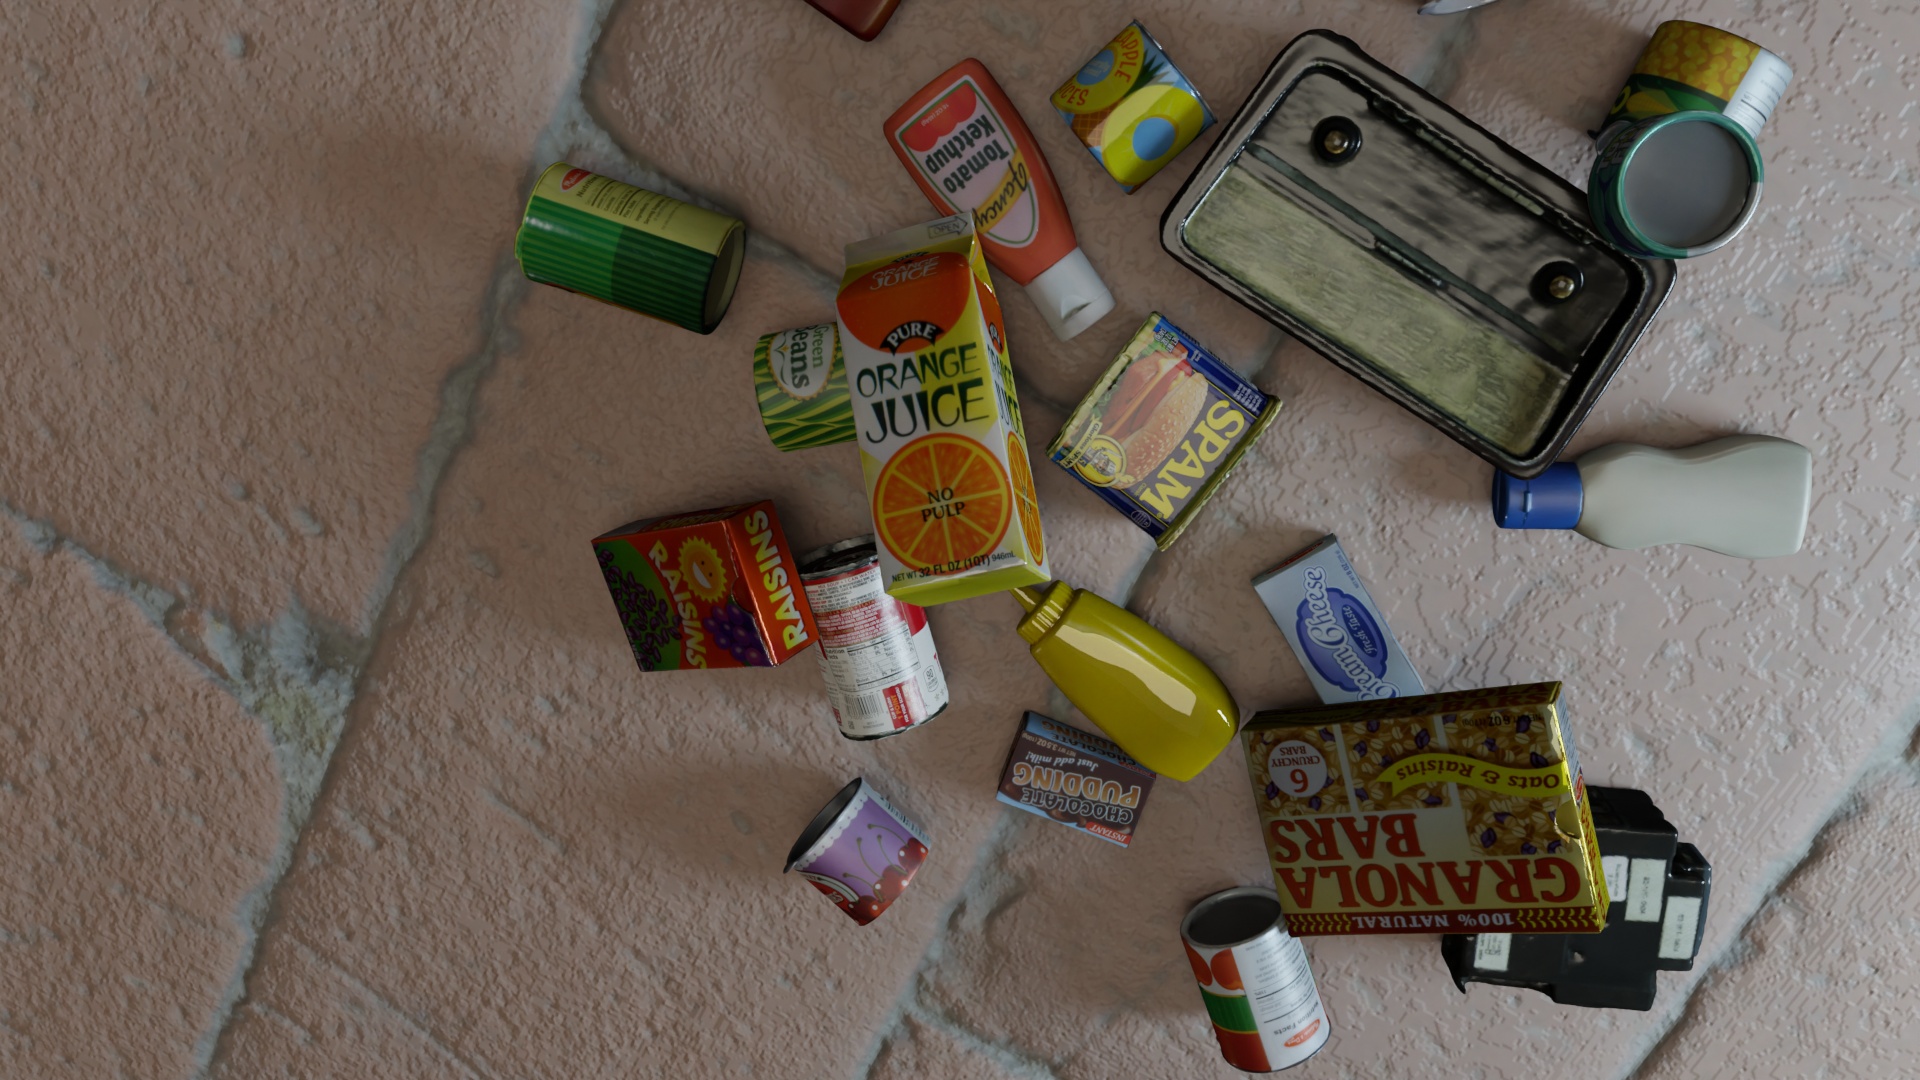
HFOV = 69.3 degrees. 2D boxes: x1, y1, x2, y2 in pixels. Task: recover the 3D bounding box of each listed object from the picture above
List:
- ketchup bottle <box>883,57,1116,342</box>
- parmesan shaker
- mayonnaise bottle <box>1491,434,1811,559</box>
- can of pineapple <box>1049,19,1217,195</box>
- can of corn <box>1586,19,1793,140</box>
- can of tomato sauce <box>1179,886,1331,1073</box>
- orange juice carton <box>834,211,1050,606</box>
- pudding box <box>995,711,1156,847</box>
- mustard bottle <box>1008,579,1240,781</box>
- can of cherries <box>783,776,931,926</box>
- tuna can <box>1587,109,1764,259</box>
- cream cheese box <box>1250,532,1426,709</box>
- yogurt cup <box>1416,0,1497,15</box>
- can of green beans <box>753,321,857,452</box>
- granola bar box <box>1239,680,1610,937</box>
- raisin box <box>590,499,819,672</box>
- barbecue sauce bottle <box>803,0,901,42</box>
[{"bbox_3d":[0.026,-0.175,0.732,0.064,0.044,0.148,-34,98,17],"label":"ketchup bottle"},{"bbox_3d":[-0.176,-0.155,0.748,0.103,0.071,0.071,19,106,2],"label":"parmesan shaker"},{"bbox_3d":[0.360,-0.024,0.730,0.148,0.041,0.064,1,103,8],"label":"mayonnaise bottle"},{"bbox_3d":[0.086,-0.218,0.700,0.057,0.071,0.071,-39,97,15],"label":"can of pineapple"},{"bbox_3d":[0.351,-0.211,0.671,0.071,0.071,0.058,26,106,0],"label":"can of corn"},{"bbox_3d":[0.170,0.255,0.812,0.071,0.071,0.083,-18,101,11],"label":"can of tomato sauce"},{"bbox_3d":[-0.011,-0.069,0.701,0.072,0.073,0.193,-12,80,11],"label":"orange juice carton"},{"bbox_3d":[0.067,0.140,0.813,0.084,0.030,0.049,21,107,2],"label":"pudding box"},{"bbox_3d":[0.082,0.066,0.783,0.160,0.049,0.065,40,111,-3],"label":"mustard bottle"},{"bbox_3d":[-0.061,0.186,0.821,0.058,0.072,0.071,42,106,-6],"label":"can of cherries"},{"bbox_3d":[0.322,-0.163,0.630,0.071,0.033,0.071,1,101,4],"label":"tuna can"},{"bbox_3d":[0.211,0.053,0.776,0.053,0.024,0.103,-31,98,15],"label":"cream cheese box"},{"bbox_3d":[0.251,-0.290,0.664,0.072,0.072,0.054,-15,94,11],"label":"yogurt cup"},{"bbox_3d":[-0.075,-0.084,0.755,0.058,0.071,0.071,-8,103,10],"label":"can of green beans"},{"bbox_3d":[0.245,0.147,0.742,0.165,0.039,0.124,-11,98,30],"label":"granola bar box"},{"bbox_3d":[-0.144,0.027,0.777,0.123,0.040,0.086,-7,105,41],"label":"raisin box"},{"bbox_3d":[-0.032,-0.332,0.699,0.065,0.044,0.148,34,105,-3],"label":"barbecue sauce bottle"}]
